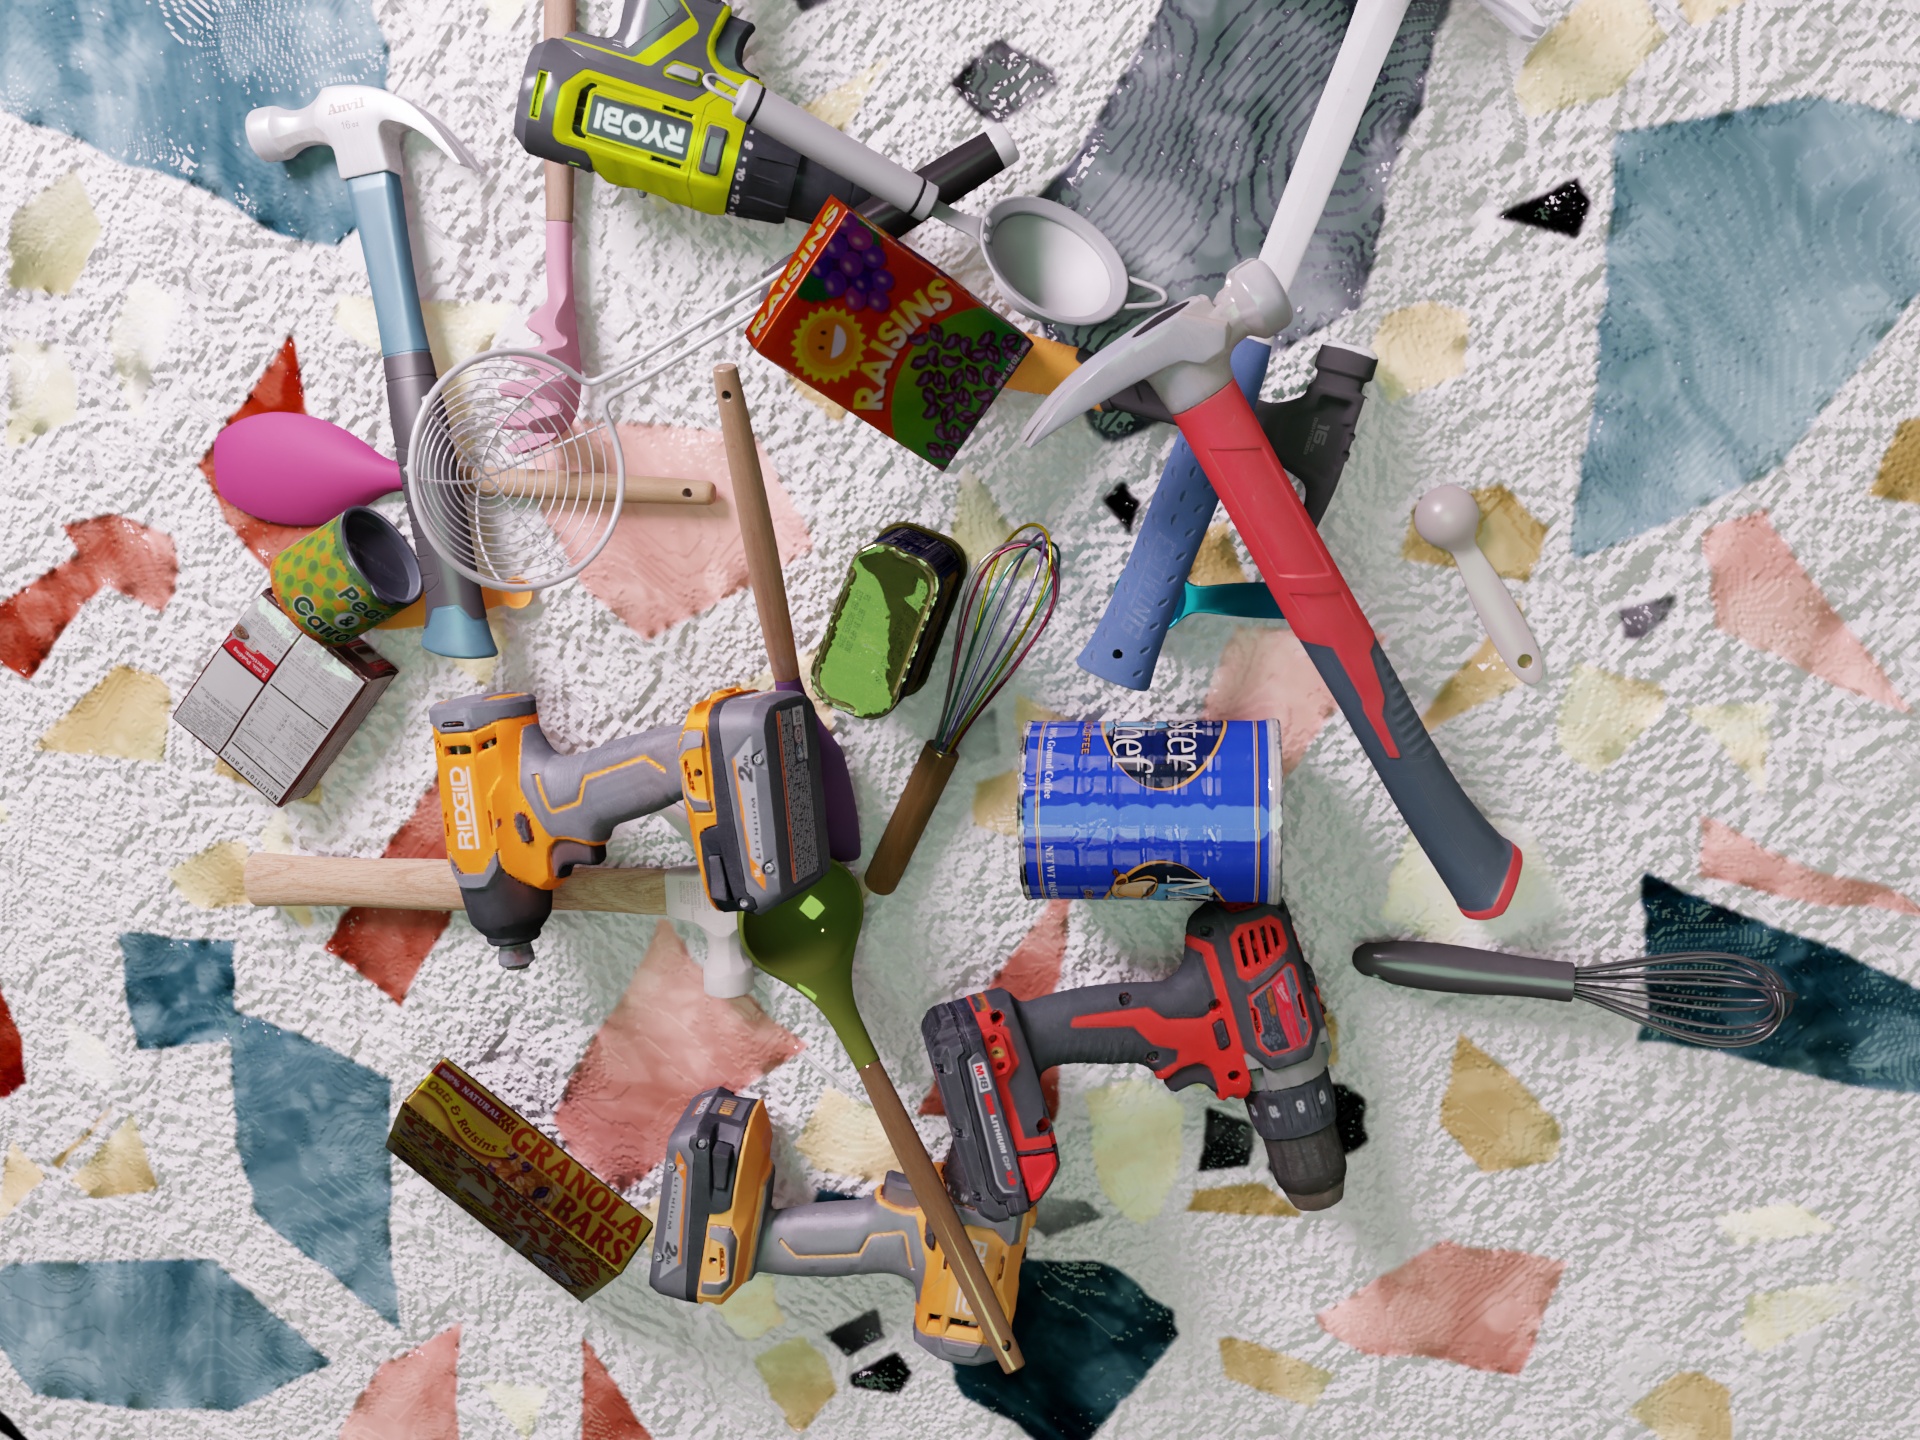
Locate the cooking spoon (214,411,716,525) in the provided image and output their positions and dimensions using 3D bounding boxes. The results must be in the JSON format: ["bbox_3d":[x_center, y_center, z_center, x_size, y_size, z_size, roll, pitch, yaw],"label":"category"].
[{"bbox_3d":[-0.300,-0.144,0.949,0.319,0.017,0.068,4,104,8],"label":"cooking spoon"}]

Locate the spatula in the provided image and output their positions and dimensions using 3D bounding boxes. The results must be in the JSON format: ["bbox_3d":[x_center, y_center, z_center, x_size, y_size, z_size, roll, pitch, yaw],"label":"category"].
[{"bbox_3d":[-0.105,-0.047,0.896,0.060,0.018,0.315,-2,121,9],"label":"spatula"}]

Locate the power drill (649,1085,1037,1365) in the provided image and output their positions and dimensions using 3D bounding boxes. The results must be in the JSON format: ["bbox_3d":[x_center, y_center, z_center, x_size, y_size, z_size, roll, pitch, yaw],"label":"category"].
[{"bbox_3d":[-0.065,0.286,0.979,0.226,0.084,0.185,10,99,2],"label":"power drill"}]

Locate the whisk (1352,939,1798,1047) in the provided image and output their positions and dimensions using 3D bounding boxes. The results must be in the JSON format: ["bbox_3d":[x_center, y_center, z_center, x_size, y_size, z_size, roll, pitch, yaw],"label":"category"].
[{"bbox_3d":[0.345,0.148,0.903,0.239,0.055,0.055,5,103,13],"label":"whisk"}]

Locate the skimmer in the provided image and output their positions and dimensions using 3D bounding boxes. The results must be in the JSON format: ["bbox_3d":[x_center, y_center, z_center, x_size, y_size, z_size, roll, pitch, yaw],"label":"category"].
[{"bbox_3d":[-0.122,-0.199,0.833,0.363,0.090,0.127,-30,124,6],"label":"skimmer"}]

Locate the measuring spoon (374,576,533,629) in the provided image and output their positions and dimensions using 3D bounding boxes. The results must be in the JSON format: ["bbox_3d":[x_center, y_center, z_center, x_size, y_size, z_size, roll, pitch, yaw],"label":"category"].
[{"bbox_3d":[-0.313,-0.071,0.974,0.117,0.011,0.021,-8,94,14],"label":"measuring spoon"}]

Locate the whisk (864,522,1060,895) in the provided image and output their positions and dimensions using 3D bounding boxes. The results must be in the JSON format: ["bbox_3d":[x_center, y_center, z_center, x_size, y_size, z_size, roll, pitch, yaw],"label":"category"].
[{"bbox_3d":[-0.002,-0.004,0.928,0.047,0.051,0.245,33,111,22],"label":"whisk"}]

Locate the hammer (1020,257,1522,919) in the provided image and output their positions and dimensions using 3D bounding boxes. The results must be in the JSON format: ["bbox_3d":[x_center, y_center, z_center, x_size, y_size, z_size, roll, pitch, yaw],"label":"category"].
[{"bbox_3d":[0.184,-0.037,0.836,0.143,0.038,0.386,-32,111,6],"label":"hammer"}]

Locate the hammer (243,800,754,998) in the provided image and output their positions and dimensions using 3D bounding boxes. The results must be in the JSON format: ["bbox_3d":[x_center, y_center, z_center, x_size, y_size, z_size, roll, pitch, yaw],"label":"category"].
[{"bbox_3d":[-0.291,0.102,0.996,0.331,0.031,0.130,1,103,9],"label":"hammer"}]

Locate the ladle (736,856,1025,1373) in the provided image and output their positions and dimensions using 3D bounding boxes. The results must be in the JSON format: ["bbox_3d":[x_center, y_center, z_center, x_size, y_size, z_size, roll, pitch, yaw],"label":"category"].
[{"bbox_3d":[-0.040,0.222,0.918,0.078,0.062,0.320,-23,74,-17],"label":"ladle"}]

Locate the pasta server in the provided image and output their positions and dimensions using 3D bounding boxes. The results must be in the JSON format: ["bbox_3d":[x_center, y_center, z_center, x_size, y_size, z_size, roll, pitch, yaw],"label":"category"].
[{"bbox_3d":[-0.232,-0.309,0.893,0.040,0.060,0.316,-4,103,-34],"label":"pasta server"}]

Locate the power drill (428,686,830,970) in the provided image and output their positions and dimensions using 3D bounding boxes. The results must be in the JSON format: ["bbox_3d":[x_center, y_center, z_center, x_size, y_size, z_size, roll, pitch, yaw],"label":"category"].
[{"bbox_3d":[-0.193,0.062,0.908,0.226,0.084,0.164,-3,97,19],"label":"power drill"}]

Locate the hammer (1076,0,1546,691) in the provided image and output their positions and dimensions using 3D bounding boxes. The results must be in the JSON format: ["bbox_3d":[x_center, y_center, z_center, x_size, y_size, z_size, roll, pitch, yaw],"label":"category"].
[{"bbox_3d":[0.159,-0.206,0.822,0.144,0.035,0.405,22,103,4],"label":"hammer"}]

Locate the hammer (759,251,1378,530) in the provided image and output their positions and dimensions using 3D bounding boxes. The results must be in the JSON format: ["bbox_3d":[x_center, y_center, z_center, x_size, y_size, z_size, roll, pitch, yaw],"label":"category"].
[{"bbox_3d":[0.049,-0.186,0.878,0.337,0.034,0.127,17,103,5],"label":"hammer"}]

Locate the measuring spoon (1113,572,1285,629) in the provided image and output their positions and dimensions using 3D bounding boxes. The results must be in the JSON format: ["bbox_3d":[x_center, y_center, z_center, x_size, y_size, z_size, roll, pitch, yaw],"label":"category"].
[{"bbox_3d":[0.150,-0.070,0.901,0.128,0.021,0.042,1,102,-1],"label":"measuring spoon"}]

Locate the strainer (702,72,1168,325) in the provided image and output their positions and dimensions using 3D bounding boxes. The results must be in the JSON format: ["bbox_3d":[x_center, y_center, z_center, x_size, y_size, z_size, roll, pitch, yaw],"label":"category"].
[{"bbox_3d":[-0.013,-0.260,0.808,0.258,0.087,0.050,24,143,-21],"label":"strainer"}]

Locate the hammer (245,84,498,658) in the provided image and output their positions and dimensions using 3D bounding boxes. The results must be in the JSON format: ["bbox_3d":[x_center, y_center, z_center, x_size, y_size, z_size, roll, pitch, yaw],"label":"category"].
[{"bbox_3d":[-0.319,-0.197,0.920,0.128,0.033,0.331,-8,96,11],"label":"hammer"}]

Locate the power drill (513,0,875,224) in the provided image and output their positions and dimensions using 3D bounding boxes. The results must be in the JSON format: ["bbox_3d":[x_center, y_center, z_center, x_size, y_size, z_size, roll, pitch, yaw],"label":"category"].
[{"bbox_3d":[-0.115,-0.381,0.833,0.190,0.080,0.228,14,106,-10],"label":"power drill"}]

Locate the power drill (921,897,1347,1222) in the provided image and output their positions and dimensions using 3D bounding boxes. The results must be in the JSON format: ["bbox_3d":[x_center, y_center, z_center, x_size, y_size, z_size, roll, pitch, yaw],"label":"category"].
[{"bbox_3d":[0.107,0.214,0.912,0.226,0.080,0.188,-17,94,-6],"label":"power drill"}]

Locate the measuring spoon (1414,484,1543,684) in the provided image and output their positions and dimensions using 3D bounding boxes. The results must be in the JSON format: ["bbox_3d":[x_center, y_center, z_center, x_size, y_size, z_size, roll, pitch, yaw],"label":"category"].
[{"bbox_3d":[0.289,-0.072,0.874,0.034,0.018,0.124,-29,97,14],"label":"measuring spoon"}]
